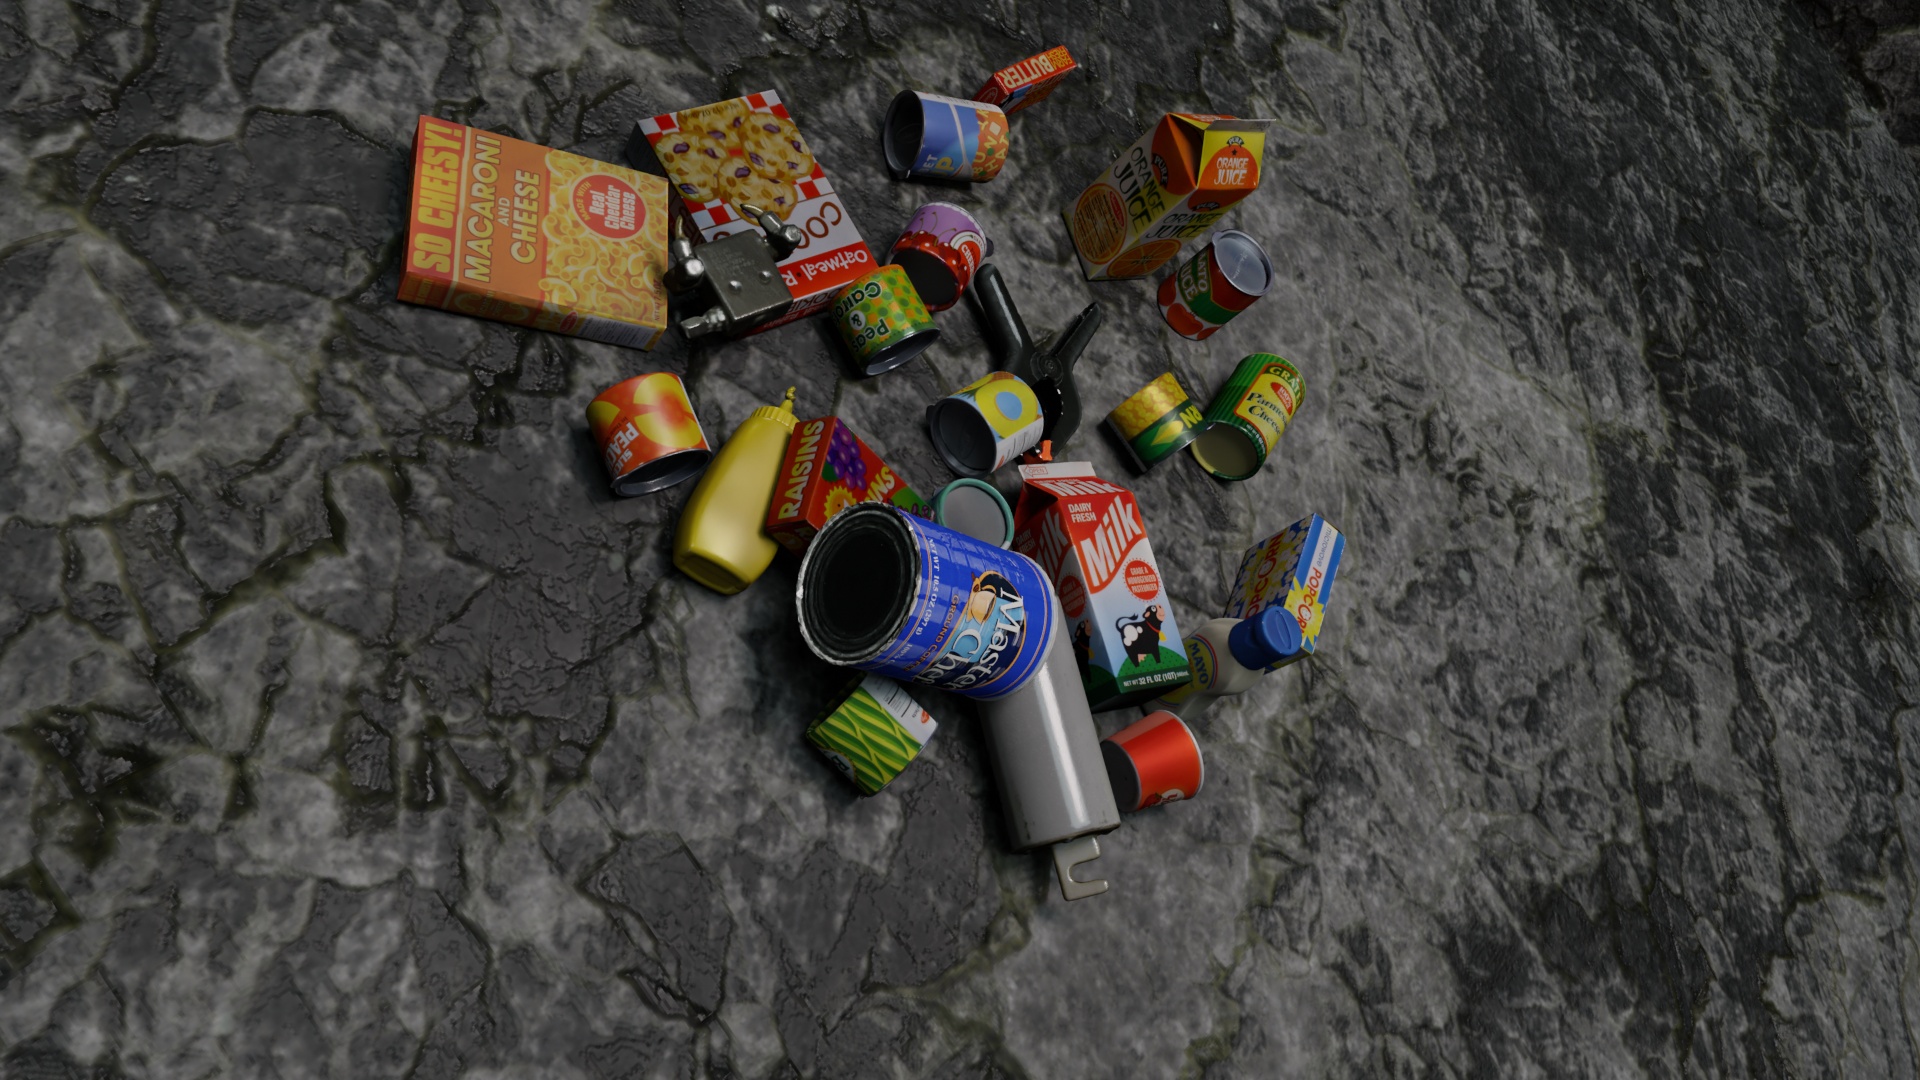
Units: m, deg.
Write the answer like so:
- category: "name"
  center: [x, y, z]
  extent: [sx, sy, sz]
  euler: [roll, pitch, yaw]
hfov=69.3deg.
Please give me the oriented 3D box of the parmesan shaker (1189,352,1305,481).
- category: "parmesan shaker"
  center: [0.250, -0.104, 1.199]
  extent: [0.071, 0.071, 0.103]
  euler: [44, 53, -7]

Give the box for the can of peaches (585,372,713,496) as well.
- category: "can of peaches"
  center: [-0.203, -0.068, 0.898]
  extent: [0.071, 0.071, 0.058]
  euler: [-16, 77, -36]

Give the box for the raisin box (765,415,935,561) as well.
- category: "raisin box"
  center: [-0.072, -0.014, 0.941]
  extent: [0.123, 0.040, 0.086]
  euler: [45, 47, -43]

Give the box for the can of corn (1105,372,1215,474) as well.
- category: "can of corn"
  center: [0.163, -0.098, 1.138]
  extent: [0.071, 0.071, 0.058]
  euler: [-34, 88, -38]

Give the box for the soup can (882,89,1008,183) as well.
- category: "soup can"
  center: [-0.012, -0.328, 1.142]
  extent: [0.084, 0.071, 0.071]
  euler: [-1, 69, -33]

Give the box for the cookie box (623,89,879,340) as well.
- category: "cookie box"
  center: [-0.153, -0.243, 1.028]
  extent: [0.123, 0.040, 0.167]
  euler: [-27, 83, -36]

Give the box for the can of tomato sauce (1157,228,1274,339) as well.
- category: "can of tomato sauce"
  center: [0.223, -0.226, 1.228]
  extent: [0.071, 0.082, 0.071]
  euler: [14, 62, -26]

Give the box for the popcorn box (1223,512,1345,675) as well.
- category: "popcorn box"
  center: [0.256, 0.047, 1.118]
  extent: [0.038, 0.085, 0.127]
  euler: [37, 53, -13]

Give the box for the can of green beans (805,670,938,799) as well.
- category: "can of green beans"
  center: [-0.058, 0.122, 0.899]
  extent: [0.058, 0.071, 0.071]
  euler: [45, 53, -5]

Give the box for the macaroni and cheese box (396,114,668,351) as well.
- category: "macaroni and cheese box"
  center: [-0.282, -0.203, 0.929]
  extent: [0.167, 0.040, 0.124]
  euler: [9, 64, -29]

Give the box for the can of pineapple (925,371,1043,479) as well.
- category: "can of pineapple"
  center: [0.019, -0.089, 1.047]
  extent: [0.058, 0.070, 0.071]
  euler: [-33, 88, -38]

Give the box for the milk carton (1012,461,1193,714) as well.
- category: "milk carton"
  center: [0.097, 0.029, 1.035]
  extent: [0.072, 0.073, 0.191]
  euler: [-4, 70, -33]

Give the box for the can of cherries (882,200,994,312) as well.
- category: "can of cherries"
  center: [-0.017, -0.221, 1.084]
  extent: [0.071, 0.071, 0.059]
  euler: [37, 54, -12]

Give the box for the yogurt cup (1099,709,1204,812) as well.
- category: "yogurt cup"
  center: [0.134, 0.162, 1.003]
  extent: [0.054, 0.072, 0.072]
  euler: [-15, 77, -28]

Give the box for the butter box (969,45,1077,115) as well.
- category: "butter box"
  center: [0.053, -0.400, 1.223]
  extent: [0.104, 0.053, 0.024]
  euler: [-36, 92, -38]

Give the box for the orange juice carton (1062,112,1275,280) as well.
- category: "orange juice carton"
  center: [0.176, -0.296, 1.162]
  extent: [0.072, 0.192, 0.073]
  euler: [-10, 75, -36]

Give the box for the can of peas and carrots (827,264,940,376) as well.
- category: "can of peas and carrots"
  center: [-0.059, -0.163, 1.032]
  extent: [0.071, 0.070, 0.059]
  euler: [-25, 82, -37]

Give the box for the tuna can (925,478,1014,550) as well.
- category: "tuna can"
  center: [0.004, -0.013, 1.022]
  extent: [0.071, 0.032, 0.071]
  euler: [13, 62, -27]

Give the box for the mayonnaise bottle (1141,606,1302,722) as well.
- category: "mayonnaise bottle"
  center: [0.186, 0.088, 1.015]
  extent: [0.041, 0.147, 0.065]
  euler: [-4, 70, -33]

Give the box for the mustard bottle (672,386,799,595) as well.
- category: "mustard bottle"
  center: [-0.139, -0.041, 0.937]
  extent: [0.065, 0.048, 0.161]
  euler: [34, 54, -20]
